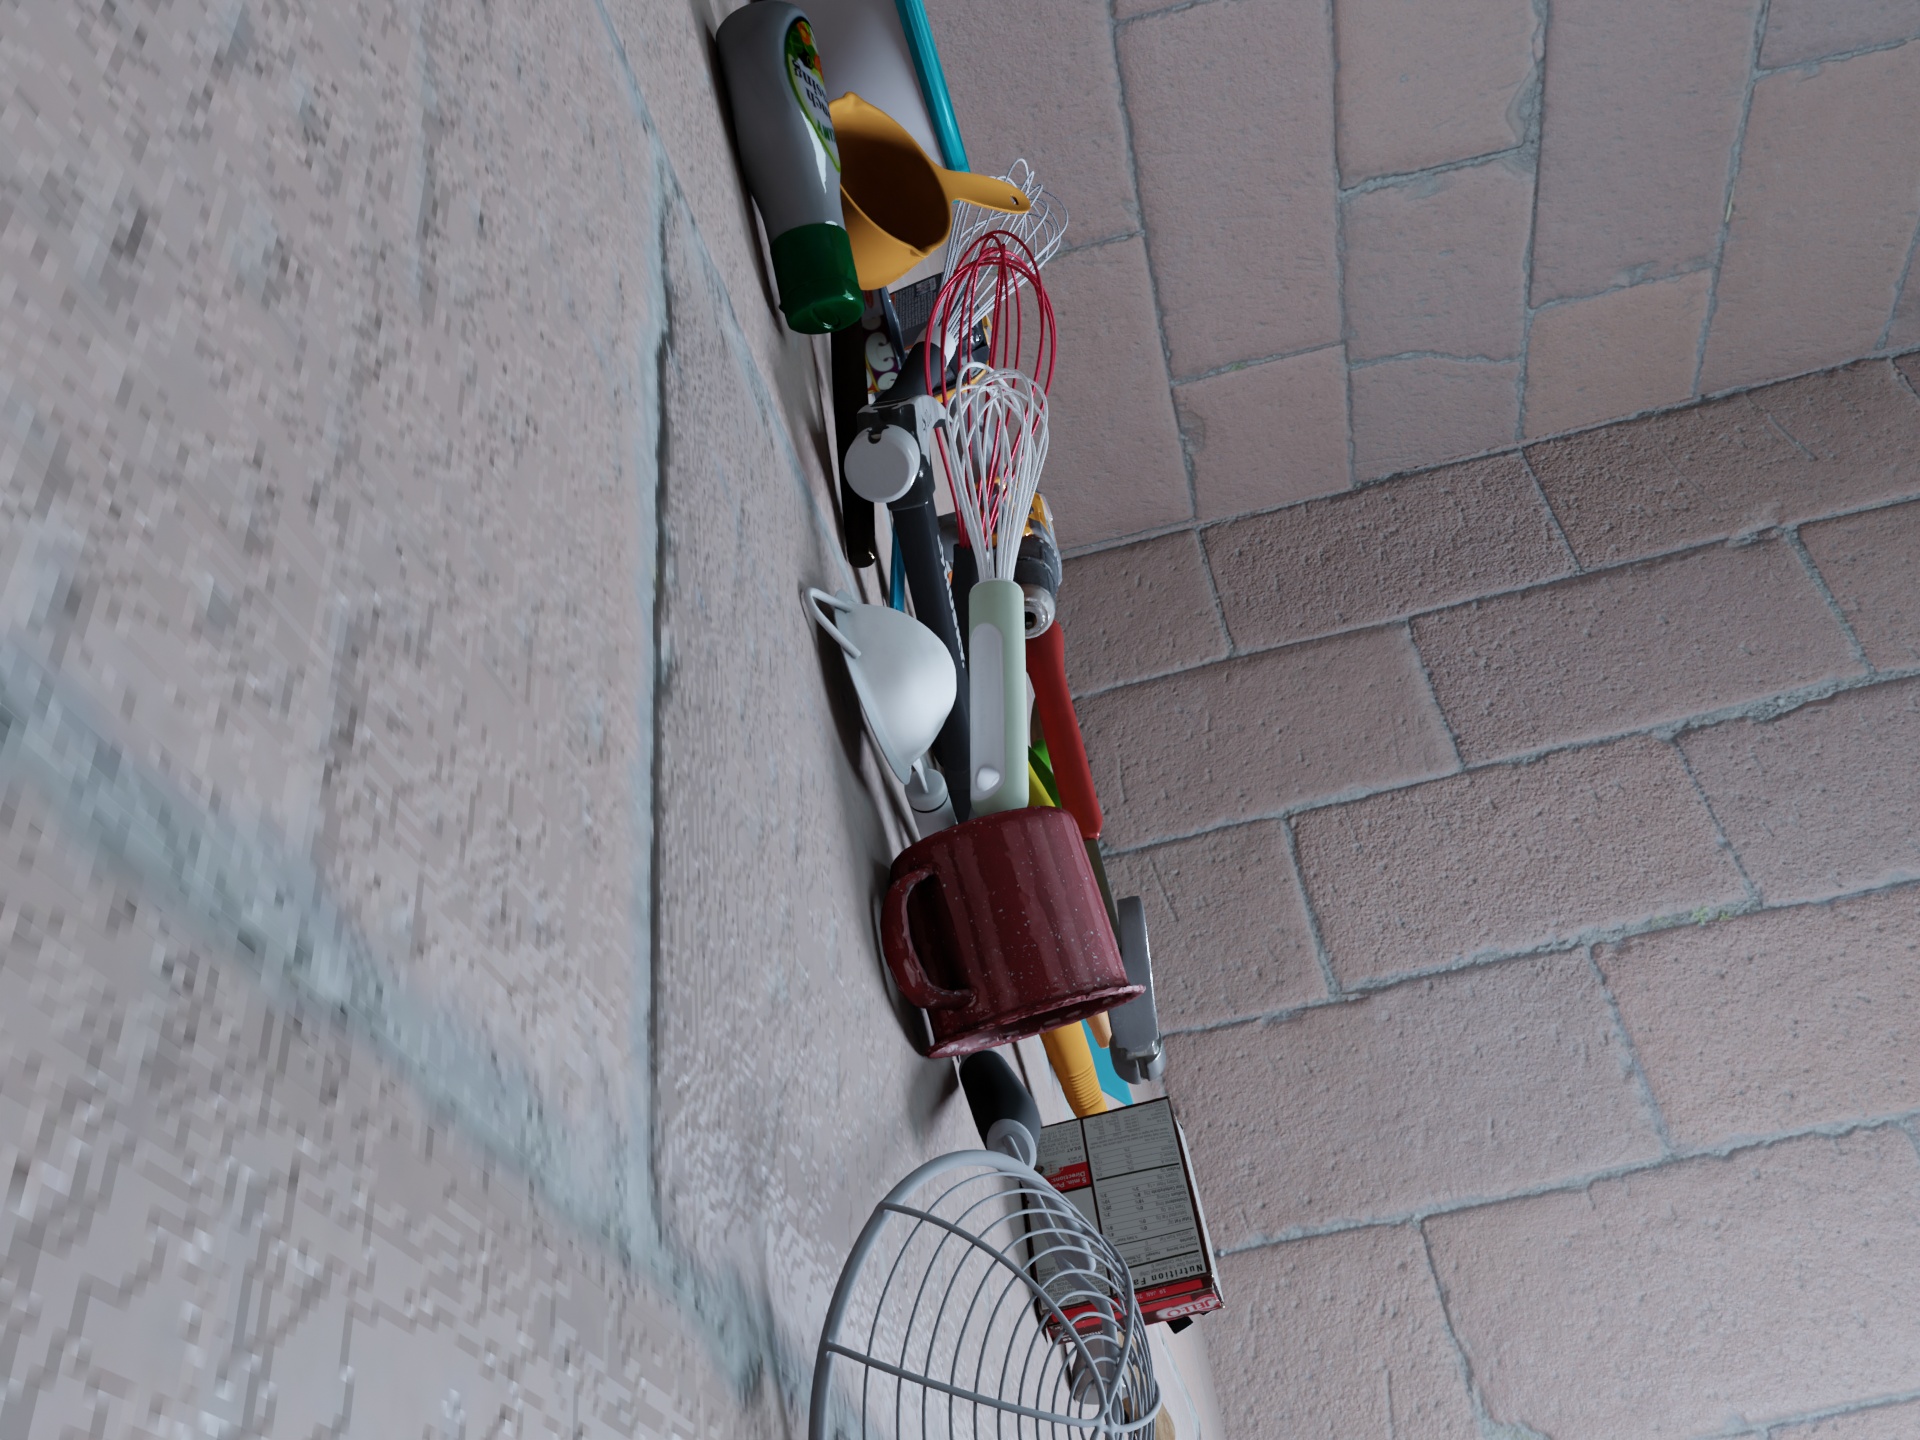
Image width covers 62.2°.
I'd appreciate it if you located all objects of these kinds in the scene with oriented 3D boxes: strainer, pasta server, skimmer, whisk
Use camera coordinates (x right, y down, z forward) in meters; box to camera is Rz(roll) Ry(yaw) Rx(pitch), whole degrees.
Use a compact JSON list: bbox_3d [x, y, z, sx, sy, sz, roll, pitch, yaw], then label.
[{"bbox_3d":[-0.073,-0.412,0.906,0.340,0.095,0.211,-45,119,-81],"label":"strainer"},{"bbox_3d":[-0.068,-0.212,0.833,0.060,0.040,0.316,67,15,-60],"label":"pasta server"},{"bbox_3d":[-0.003,0.171,0.537,0.363,0.090,0.127,-159,-127,-85],"label":"skimmer"},{"bbox_3d":[-0.006,-0.235,0.926,0.070,0.070,0.285,71,34,-44],"label":"whisk"},{"bbox_3d":[0.016,-0.065,0.723,0.059,0.058,0.247,32,47,-43],"label":"whisk"},{"bbox_3d":[-0.015,0.025,0.716,0.258,0.050,0.087,75,2,-50],"label":"strainer"},{"bbox_3d":[0.009,-0.114,0.869,0.073,0.073,0.295,-81,177,-75],"label":"whisk"}]

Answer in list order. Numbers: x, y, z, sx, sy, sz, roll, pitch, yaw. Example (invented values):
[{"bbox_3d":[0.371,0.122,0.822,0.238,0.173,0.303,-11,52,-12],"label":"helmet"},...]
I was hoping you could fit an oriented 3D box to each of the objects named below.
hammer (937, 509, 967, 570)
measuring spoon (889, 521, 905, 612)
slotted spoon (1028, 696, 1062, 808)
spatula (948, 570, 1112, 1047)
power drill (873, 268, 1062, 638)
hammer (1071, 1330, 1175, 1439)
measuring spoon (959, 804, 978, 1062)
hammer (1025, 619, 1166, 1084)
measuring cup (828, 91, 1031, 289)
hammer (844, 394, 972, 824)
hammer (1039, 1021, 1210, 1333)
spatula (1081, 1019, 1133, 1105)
[{"bbox_3d":[0.033,-0.011,1.291,0.128,0.033,0.331,-80,156,-73],"label":"hammer"},{"bbox_3d":[-0.043,-0.103,0.883,0.042,0.021,0.129,65,22,-61],"label":"measuring spoon"},{"bbox_3d":[0.064,0.018,1.241,0.070,0.031,0.314,56,10,-10],"label":"slotted spoon"},{"bbox_3d":[0.041,0.059,1.030,0.081,0.041,0.322,-30,97,-84],"label":"spatula"},{"bbox_3d":[0.011,-0.175,1.095,0.185,0.084,0.226,-93,161,-59],"label":"power drill"},{"bbox_3d":[0.101,0.400,0.999,0.331,0.031,0.130,70,9,-50],"label":"hammer"},{"bbox_3d":[0.011,0.097,0.729,0.034,0.018,0.124,-13,107,-79],"label":"measuring spoon"},{"bbox_3d":[0.073,0.043,0.998,0.359,0.036,0.149,-100,177,-50],"label":"hammer"},{"bbox_3d":[-0.028,-0.270,0.842,0.173,0.052,0.095,-15,79,-52],"label":"measuring cup"},{"bbox_3d":[-0.001,-0.003,0.816,0.146,0.035,0.334,-78,158,-66],"label":"hammer"},{"bbox_3d":[0.073,0.219,0.966,0.127,0.034,0.336,37,-29,61],"label":"hammer"},{"bbox_3d":[0.061,0.168,1.090,0.317,0.044,0.082,68,3,-47],"label":"spatula"}]
